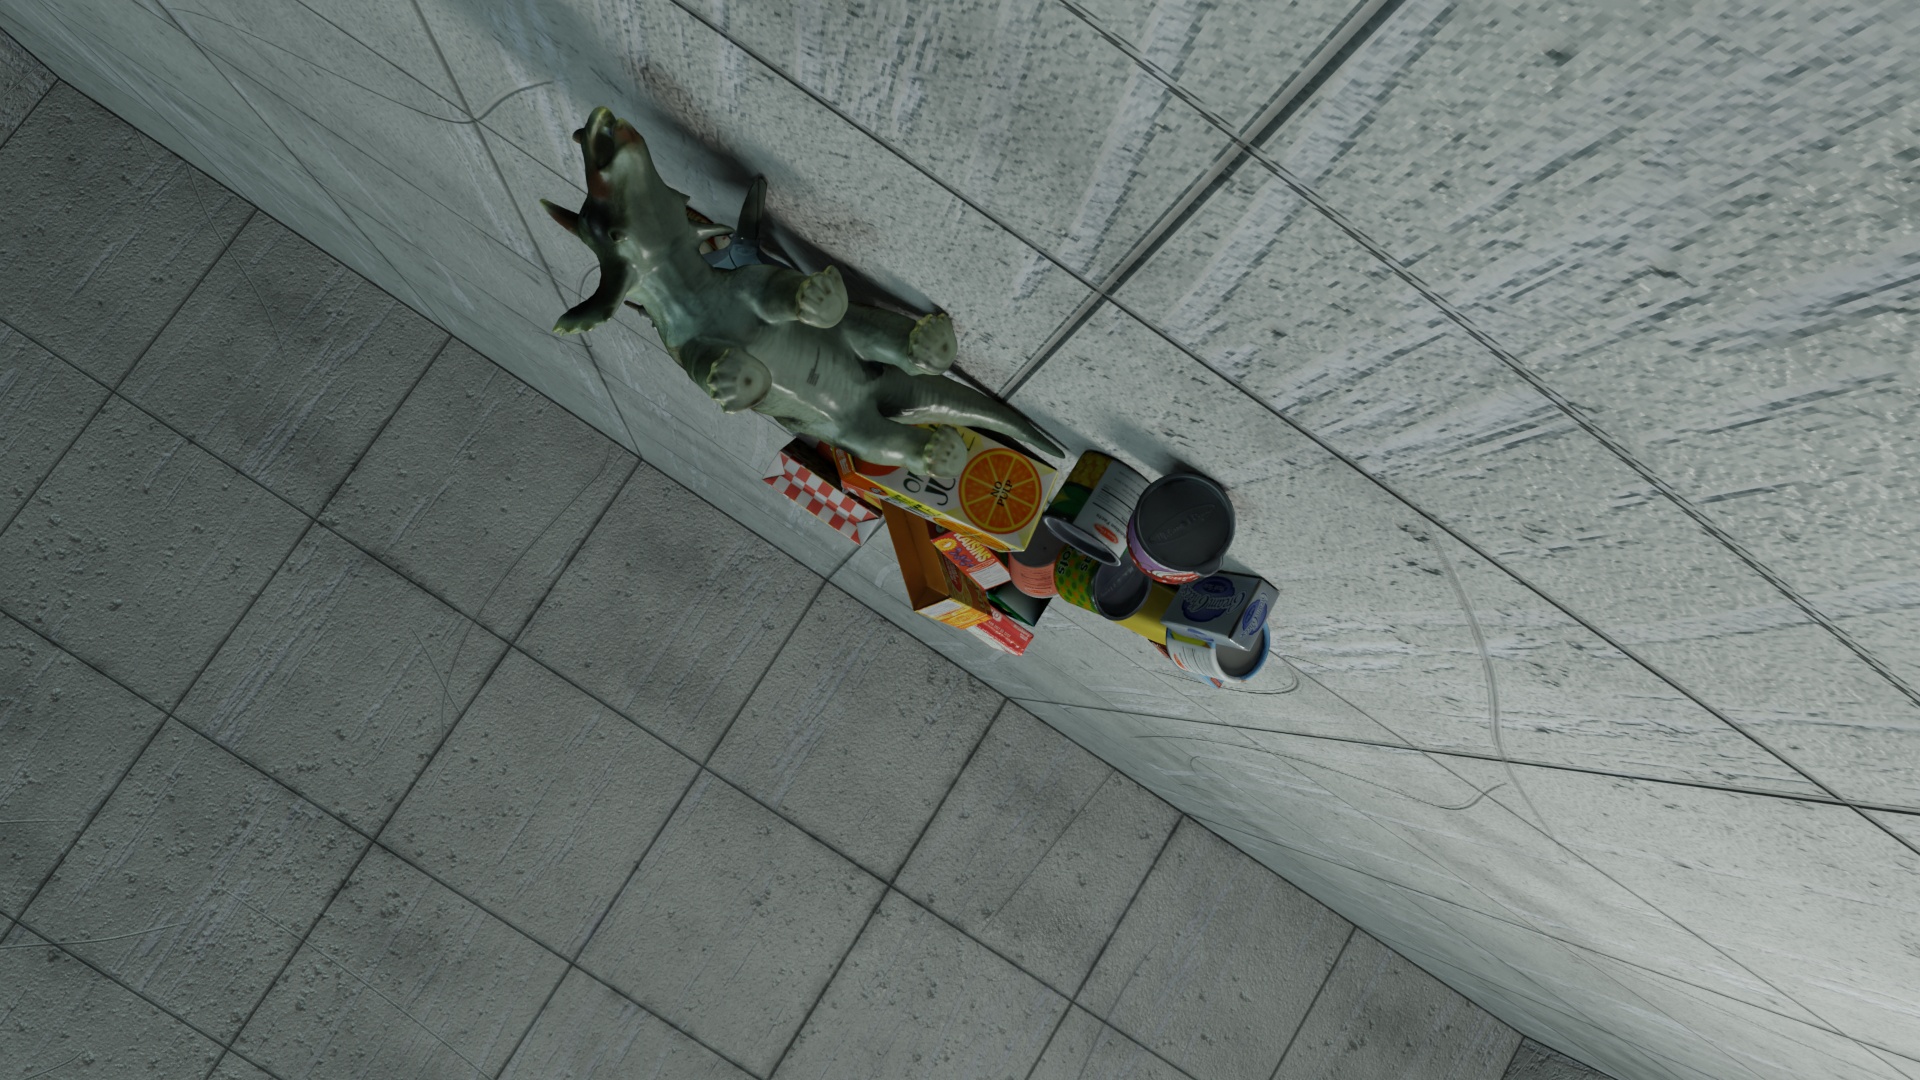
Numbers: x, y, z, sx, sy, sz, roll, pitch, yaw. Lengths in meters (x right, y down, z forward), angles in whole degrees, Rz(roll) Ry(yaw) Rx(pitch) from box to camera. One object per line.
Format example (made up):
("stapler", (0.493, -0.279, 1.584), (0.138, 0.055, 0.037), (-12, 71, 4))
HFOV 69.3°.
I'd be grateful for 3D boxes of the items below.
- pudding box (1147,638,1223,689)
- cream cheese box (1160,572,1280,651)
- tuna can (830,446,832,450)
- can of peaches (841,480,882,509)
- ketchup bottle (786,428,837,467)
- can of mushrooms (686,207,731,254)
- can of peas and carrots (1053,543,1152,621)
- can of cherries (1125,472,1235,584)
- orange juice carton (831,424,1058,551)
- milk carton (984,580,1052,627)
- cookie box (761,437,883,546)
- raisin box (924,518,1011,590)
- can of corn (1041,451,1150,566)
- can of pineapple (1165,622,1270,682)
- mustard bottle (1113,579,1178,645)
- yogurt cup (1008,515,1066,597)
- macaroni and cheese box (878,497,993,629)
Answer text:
("pudding box", (0.230, 0.113, 1.388), (0.050, 0.030, 0.083), (24, 168, 47))
("cream cheese box", (0.202, 0.053, 1.088), (0.024, 0.053, 0.104), (34, 171, -21))
("tuna can", (-0.085, -0.096, 1.227), (0.033, 0.071, 0.071), (36, 170, -12))
("can of peaches", (-0.076, -0.064, 1.364), (0.058, 0.071, 0.071), (29, 170, 14))
("ketchup bottle", (-0.109, -0.088, 1.435), (0.149, 0.043, 0.065), (33, 179, -2))
("can of mushrooms", (-0.206, -0.226, 1.066), (0.071, 0.033, 0.071), (32, 171, 6))
("can of peas and carrots", (0.121, 0.029, 1.201), (0.071, 0.071, 0.059), (39, 169, -34))
("can of cherries", (0.146, -0.004, 0.924), (0.071, 0.071, 0.058), (32, 171, 6))
("orange juice carton", (-0.028, -0.061, 1.116), (0.193, 0.073, 0.072), (25, 173, -13))
("milk carton", (0.017, 0.023, 1.499), (0.191, 0.072, 0.073), (22, 166, 50))
("cookie box", (-0.132, -0.062, 1.473), (0.123, 0.040, 0.168), (34, -166, -3))
("raisin box", (0.005, -0.016, 1.305), (0.123, 0.040, 0.086), (45, -153, -55))
("can of corn", (0.101, -0.024, 1.012), (0.071, 0.058, 0.071), (32, 171, 6))
("can of pineapple", (0.214, 0.080, 1.152), (0.071, 0.071, 0.058), (38, 165, -29))
("mustard bottle", (0.179, 0.065, 1.245), (0.160, 0.049, 0.065), (25, 169, 37))
("yogurt cup", (0.074, 0.012, 1.284), (0.072, 0.072, 0.053), (29, 162, 23))
("macaroni and cheese box", (-0.023, 0.015, 1.341), (0.166, 0.040, 0.124), (33, -142, -72))
